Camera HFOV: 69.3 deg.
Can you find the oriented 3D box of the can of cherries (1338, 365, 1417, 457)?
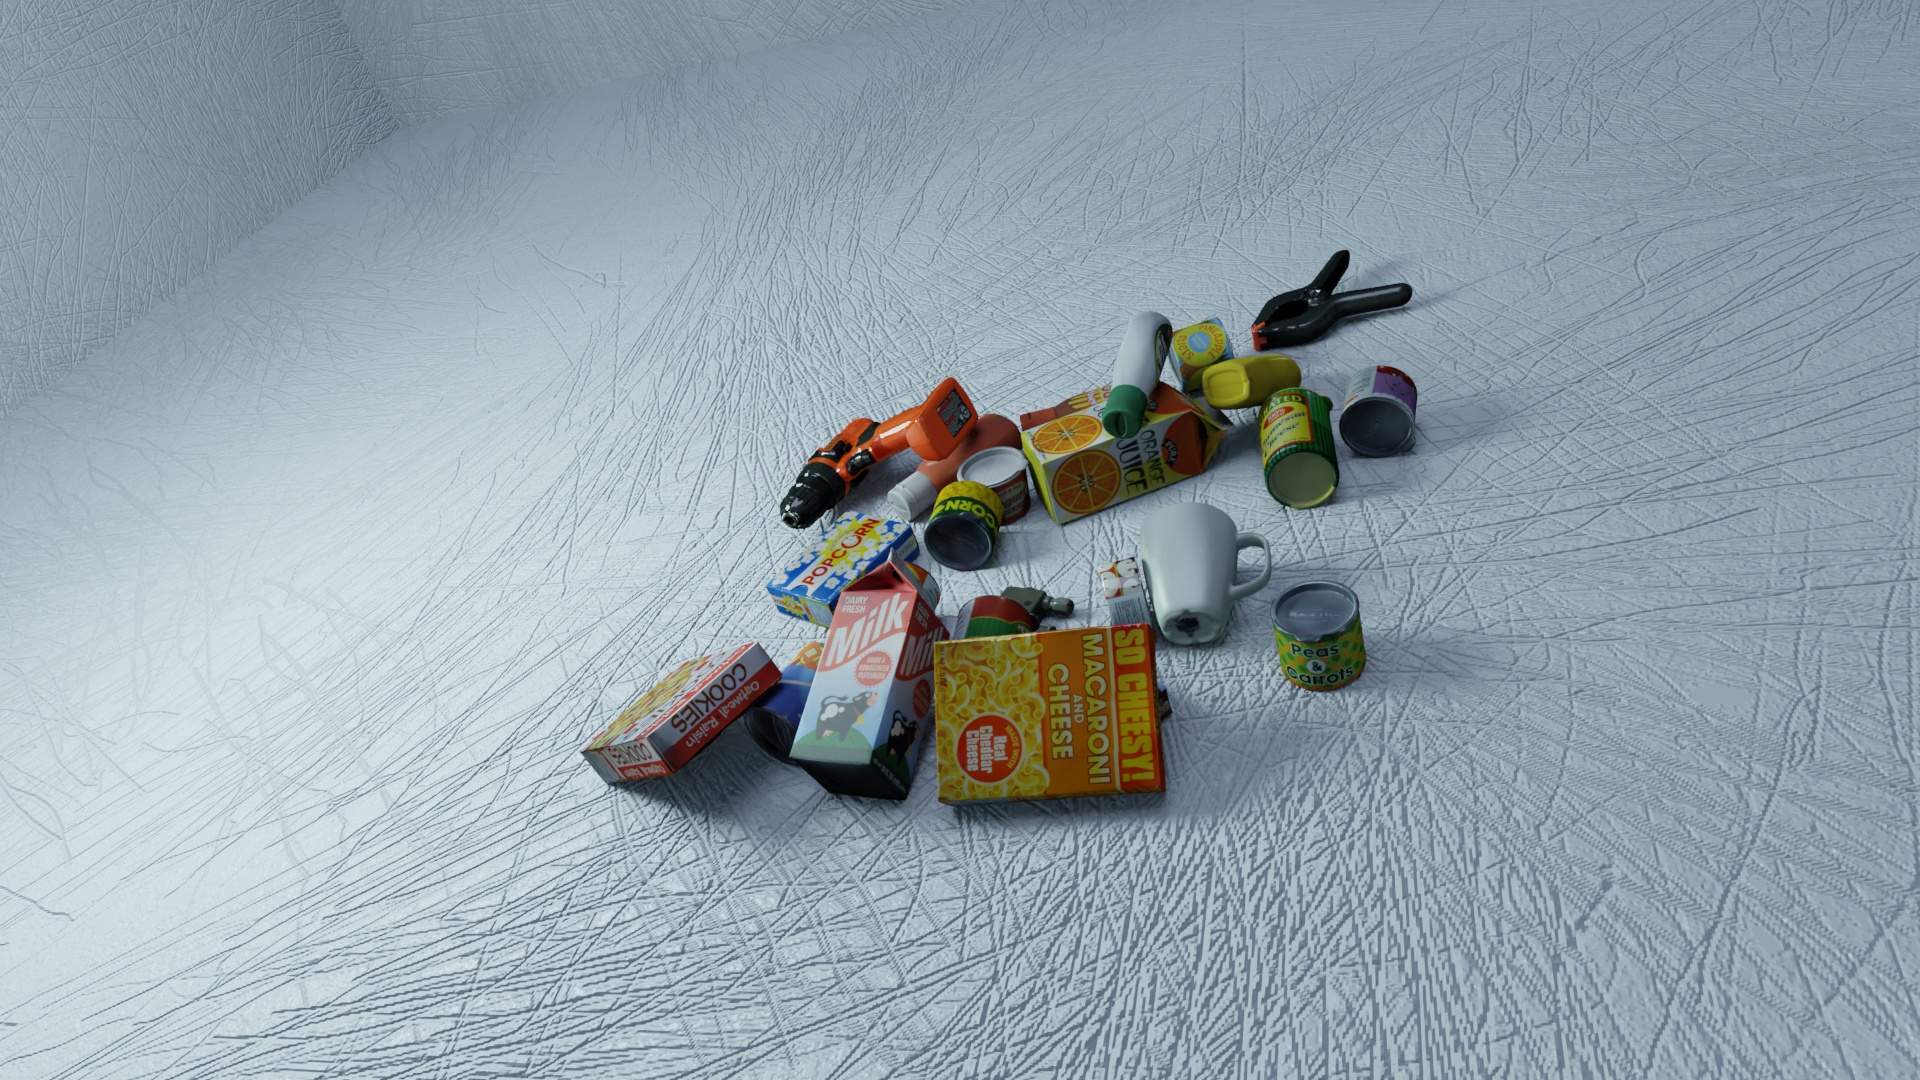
[{"bbox_3d":[0.388,-0.118,1.281,0.071,0.071,0.059,-2,36,23],"label":"can of cherries"}]

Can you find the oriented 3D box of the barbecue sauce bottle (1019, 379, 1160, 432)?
[{"bbox_3d":[0.137,-0.129,1.429,0.148,0.043,0.065,-14,35,7],"label":"barbecue sauce bottle"}]

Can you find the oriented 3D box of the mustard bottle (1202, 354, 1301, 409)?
[{"bbox_3d":[0.297,-0.157,1.361,0.065,0.048,0.161,-7,4,40],"label":"mustard bottle"}]

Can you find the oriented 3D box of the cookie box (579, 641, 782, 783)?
[{"bbox_3d":[-0.234,0.145,1.155,0.123,0.040,0.167,-43,13,-32],"label":"cookie box"}]

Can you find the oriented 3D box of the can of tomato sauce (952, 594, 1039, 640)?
[{"bbox_3d":[0.025,0.097,1.143,0.071,0.071,0.083,-6,37,18],"label":"can of tomato sauce"}]

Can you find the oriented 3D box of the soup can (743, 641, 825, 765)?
[{"bbox_3d":[-0.127,0.136,1.157,0.071,0.071,0.084,9,42,34],"label":"soup can"}]

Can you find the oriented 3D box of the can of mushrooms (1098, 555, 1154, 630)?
[{"bbox_3d":[0.139,0.047,1.159,0.033,0.070,0.071,-15,34,7],"label":"can of mushrooms"}]

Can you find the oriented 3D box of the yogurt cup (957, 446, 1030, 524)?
[{"bbox_3d":[0.036,-0.052,1.356,0.072,0.053,0.073,-13,34,9],"label":"yogurt cup"}]

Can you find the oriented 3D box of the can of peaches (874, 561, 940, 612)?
[{"bbox_3d":[-0.059,0.061,1.230,0.071,0.071,0.058,-4,37,20],"label":"can of peaches"}]

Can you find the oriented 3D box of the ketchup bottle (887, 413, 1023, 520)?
[{"bbox_3d":[-0.008,-0.075,1.419,0.149,0.043,0.065,-37,33,-25],"label":"ketchup bottle"}]

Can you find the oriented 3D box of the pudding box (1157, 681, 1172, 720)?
[{"bbox_3d":[0.120,0.121,1.094,0.050,0.030,0.084,-32,37,-21],"label":"pudding box"}]

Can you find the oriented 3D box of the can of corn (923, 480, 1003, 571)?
[{"bbox_3d":[0.005,-0.016,1.307,0.071,0.071,0.058,-6,35,18],"label":"can of corn"}]

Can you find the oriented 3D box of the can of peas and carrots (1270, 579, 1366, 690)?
[{"bbox_3d":[0.274,0.074,1.064,0.071,0.058,0.071,-13,35,9],"label":"can of peas and carrots"}]

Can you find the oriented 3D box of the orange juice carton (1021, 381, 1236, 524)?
[{"bbox_3d":[0.163,-0.092,1.337,0.193,0.072,0.072,-20,33,-4],"label":"orange juice carton"}]

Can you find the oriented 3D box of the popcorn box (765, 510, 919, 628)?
[{"bbox_3d":[-0.111,0.027,1.328,0.085,0.038,0.127,14,45,37],"label":"popcorn box"}]

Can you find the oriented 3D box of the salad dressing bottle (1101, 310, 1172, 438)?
[{"bbox_3d":[0.166,-0.156,1.312,0.044,0.064,0.148,7,47,17],"label":"salad dressing bottle"}]

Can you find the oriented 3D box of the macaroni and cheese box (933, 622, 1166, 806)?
[{"bbox_3d":[0.066,0.131,1.043,0.166,0.040,0.124,-7,72,15],"label":"macaroni and cheese box"}]

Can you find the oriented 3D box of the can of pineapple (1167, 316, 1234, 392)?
[{"bbox_3d":[0.249,-0.193,1.444,0.058,0.070,0.071,-18,34,2],"label":"can of pineapple"}]

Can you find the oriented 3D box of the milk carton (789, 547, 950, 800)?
[{"bbox_3d":[-0.065,0.104,1.117,0.073,0.072,0.191,0,57,26],"label":"milk carton"}]

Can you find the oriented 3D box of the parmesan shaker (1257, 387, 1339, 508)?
[{"bbox_3d":[0.310,-0.086,1.265,0.071,0.071,0.103,-9,35,14],"label":"parmesan shaker"}]
